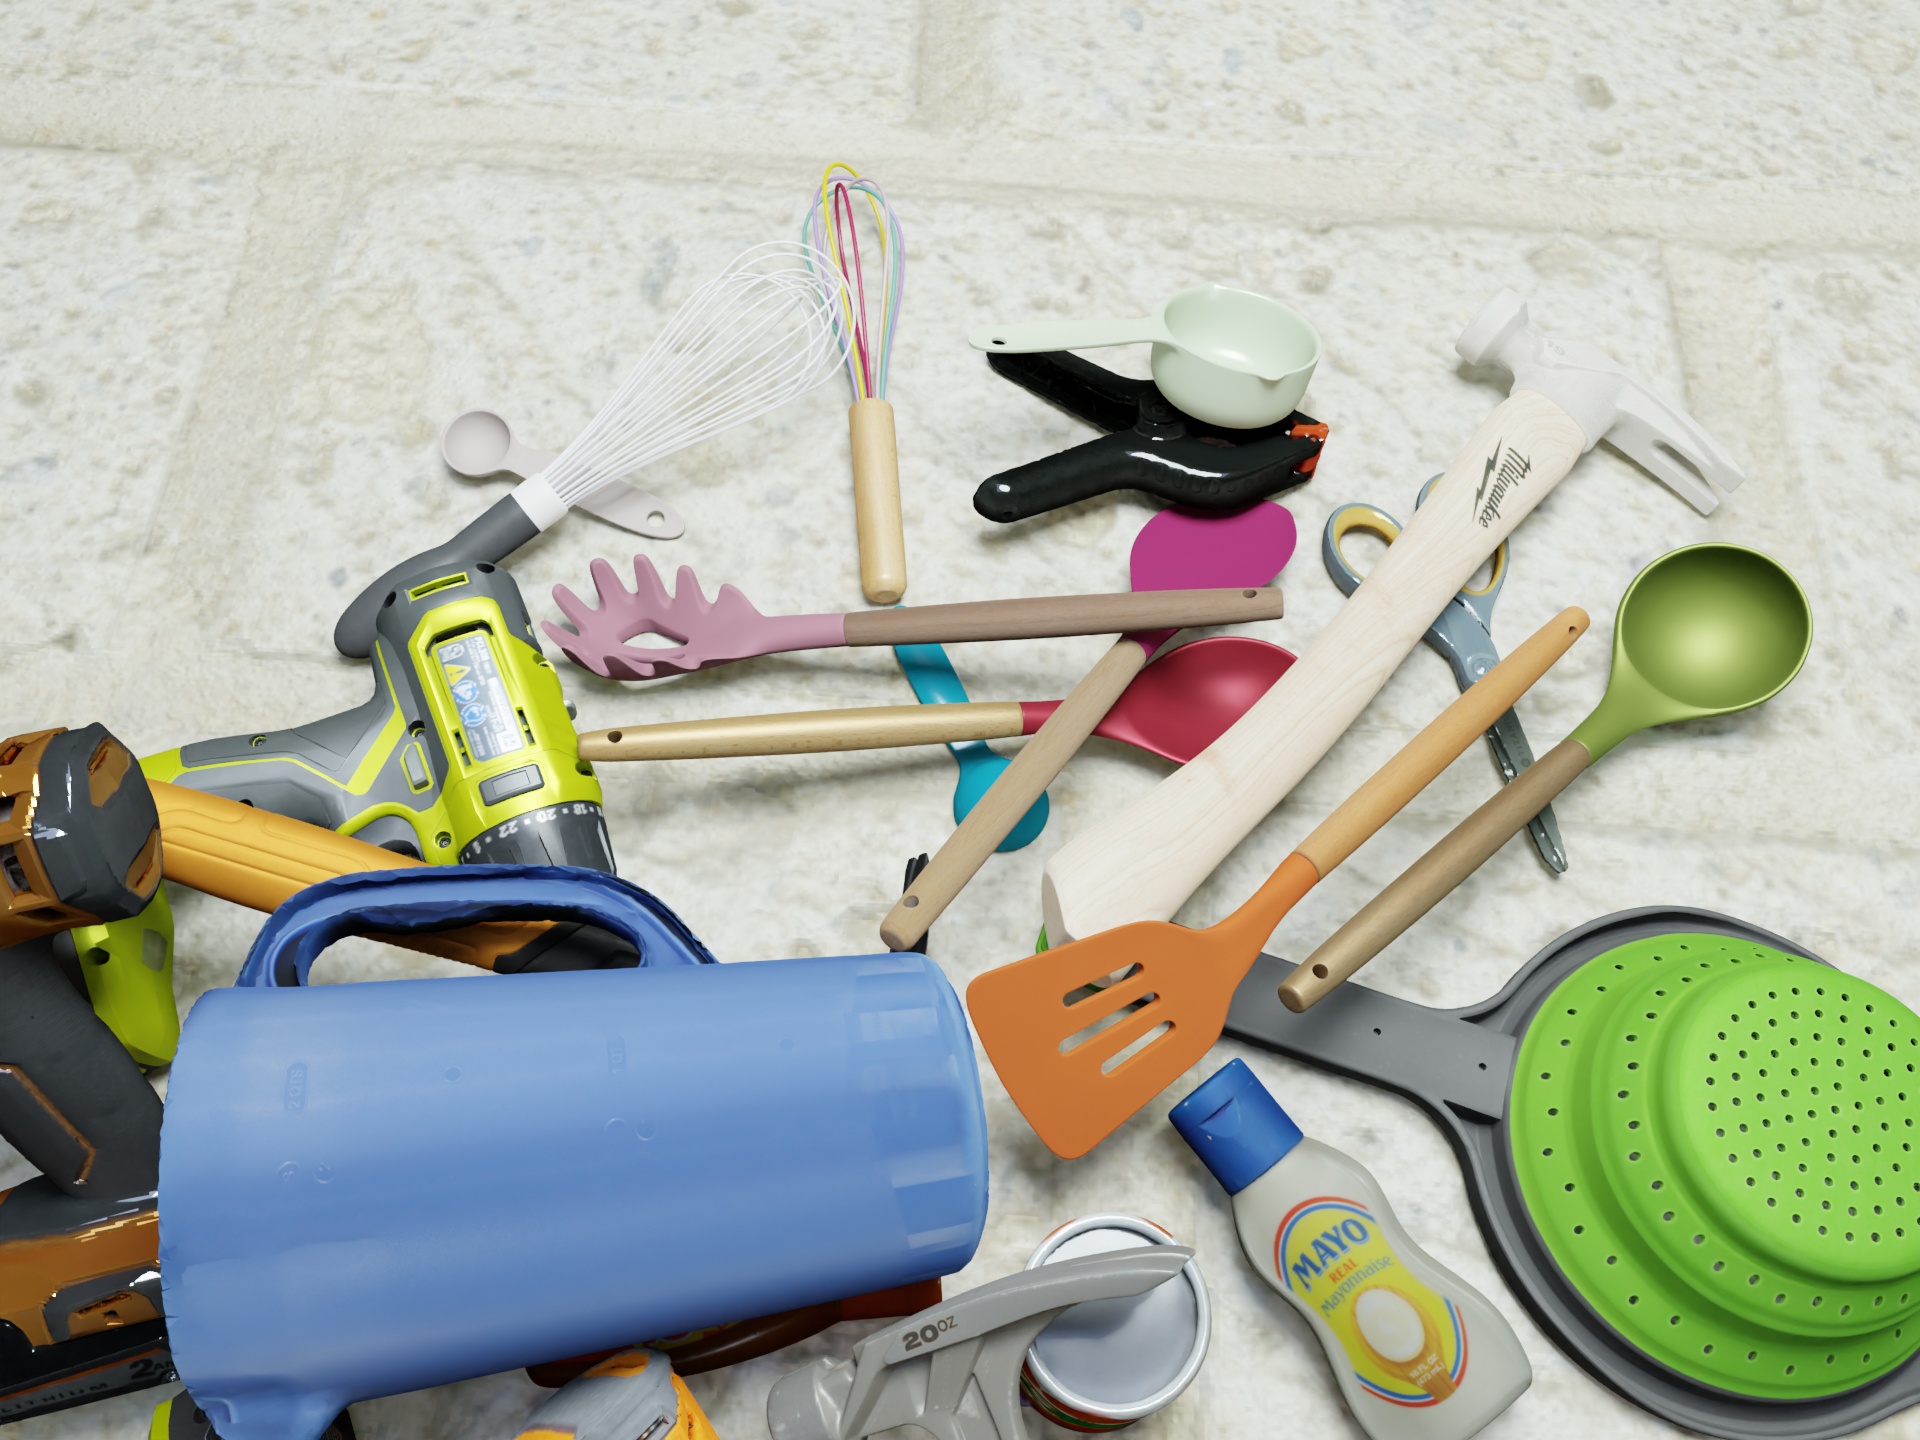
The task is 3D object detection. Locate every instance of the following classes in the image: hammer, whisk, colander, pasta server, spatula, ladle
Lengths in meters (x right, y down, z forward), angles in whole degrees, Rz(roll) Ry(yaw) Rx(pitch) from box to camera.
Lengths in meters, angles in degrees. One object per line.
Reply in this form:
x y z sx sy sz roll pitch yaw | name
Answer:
0.185 -0.033 0.684 0.146 0.038 0.411 41 65 11 | hammer
-0.048 -0.170 0.769 0.051 0.047 0.245 -6 67 2 | whisk
0.222 0.129 0.598 0.397 0.094 0.205 18 65 7 | colander
-0.024 -0.045 0.678 0.316 0.040 0.060 -3 50 12 | pasta server
0.068 0.346 0.470 0.149 0.036 0.359 -26 78 17 | hammer
0.142 0.042 0.617 0.322 0.041 0.081 -36 106 -25 | spatula
0.000 0.001 0.671 0.315 0.031 0.069 -4 56 -13 | ladle
0.239 0.019 0.642 0.320 0.062 0.078 -32 64 -29 | ladle
-0.177 0.068 0.590 0.336 0.034 0.127 18 78 -11 | hammer
-0.164 -0.118 0.723 0.284 0.070 0.070 -39 70 -6 | whisk

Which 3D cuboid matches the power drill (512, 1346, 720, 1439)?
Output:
-0.129 0.321 0.457 0.226 0.084 0.164 -36 98 -45 | power drill

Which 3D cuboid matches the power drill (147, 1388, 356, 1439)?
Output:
-0.308 0.306 0.507 0.223 0.080 0.171 -21 69 -8 | power drill

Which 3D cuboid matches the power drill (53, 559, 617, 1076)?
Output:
-0.255 0.056 0.633 0.228 0.080 0.191 -20 75 -14 | power drill

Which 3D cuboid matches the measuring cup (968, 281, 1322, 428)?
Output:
0.082 -0.163 0.727 0.167 0.038 0.083 -5 46 -15 | measuring cup

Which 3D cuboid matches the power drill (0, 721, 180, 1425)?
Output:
-0.338 0.121 0.520 0.185 0.226 0.084 -12 24 -7 | power drill

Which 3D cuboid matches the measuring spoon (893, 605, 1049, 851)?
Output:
-0.001 -0.002 0.697 0.042 0.021 0.129 -23 68 -12 | measuring spoon

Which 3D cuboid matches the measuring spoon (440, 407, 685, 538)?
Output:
-0.187 -0.112 0.755 0.124 0.018 0.034 23 76 2 | measuring spoon

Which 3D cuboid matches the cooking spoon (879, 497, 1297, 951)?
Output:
0.059 -0.014 0.662 0.069 0.017 0.319 22 47 23 | cooking spoon
